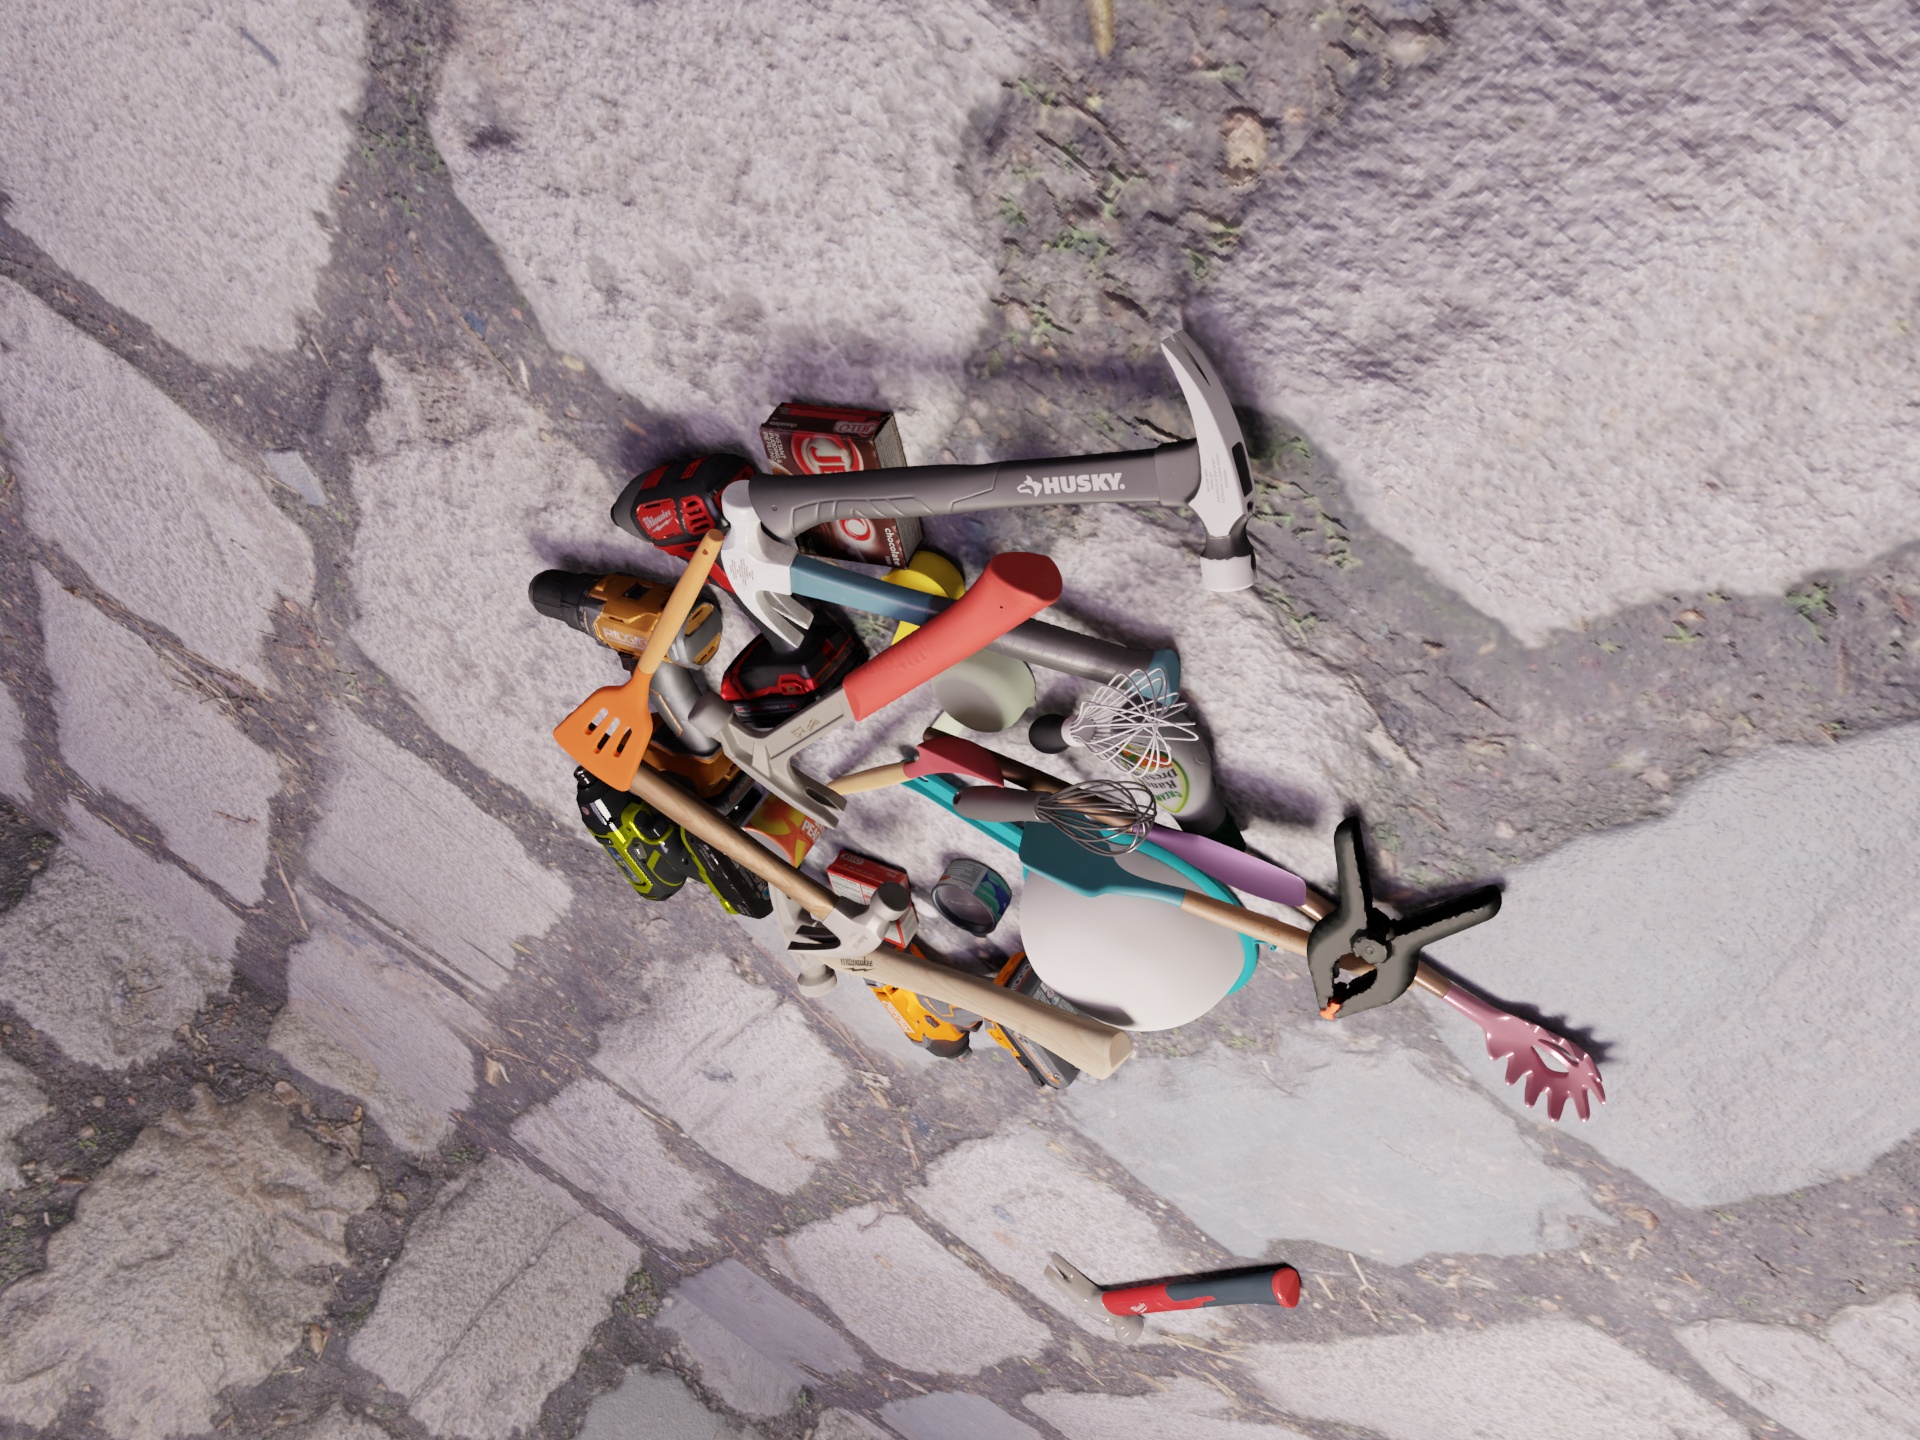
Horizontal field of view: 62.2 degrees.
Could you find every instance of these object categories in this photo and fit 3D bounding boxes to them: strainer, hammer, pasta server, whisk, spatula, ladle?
[{"bbox_3d":[0.074,0.154,1.300,0.340,0.095,0.211,33,146,1],"label":"strainer"},{"bbox_3d":[-0.008,-0.072,1.101,0.331,0.033,0.128,17,144,7],"label":"hammer"},{"bbox_3d":[0.335,0.189,1.177,0.316,0.040,0.060,33,126,5],"label":"pasta server"},{"bbox_3d":[0.091,0.006,1.075,0.070,0.070,0.284,40,171,-7],"label":"whisk"},{"bbox_3d":[-0.049,-0.023,1.125,0.149,0.037,0.359,38,140,-20],"label":"hammer"},{"bbox_3d":[0.241,0.642,1.800,0.143,0.038,0.386,41,145,-7],"label":"hammer"},{"bbox_3d":[0.107,0.068,1.173,0.316,0.018,0.059,23,154,23],"label":"spatula"},{"bbox_3d":[-0.207,0.099,1.377,0.331,0.031,0.130,35,134,-4],"label":"hammer"},{"bbox_3d":[0.196,0.139,1.203,0.317,0.082,0.044,20,139,3],"label":"spatula"},{"bbox_3d":[-0.021,0.223,1.397,0.411,0.038,0.146,11,123,44],"label":"hammer"},{"bbox_3d":[0.012,-0.148,0.969,0.335,0.035,0.146,1,113,29],"label":"hammer"},{"bbox_3d":[-0.049,0.043,1.273,0.069,0.031,0.315,27,163,-20],"label":"ladle"},{"bbox_3d":[0.061,0.065,1.146,0.055,0.055,0.239,50,156,-21],"label":"whisk"},{"bbox_3d":[-0.243,-0.049,1.241,0.081,0.041,0.322,39,141,-2],"label":"spatula"}]

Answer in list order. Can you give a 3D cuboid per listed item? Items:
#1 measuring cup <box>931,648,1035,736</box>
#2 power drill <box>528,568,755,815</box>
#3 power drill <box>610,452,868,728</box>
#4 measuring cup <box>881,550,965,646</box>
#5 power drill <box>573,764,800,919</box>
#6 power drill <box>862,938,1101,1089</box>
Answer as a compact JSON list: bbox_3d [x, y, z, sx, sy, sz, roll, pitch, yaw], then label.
[{"bbox_3d":[-0.002,-0.004,1.224,0.083,0.038,0.167,36,145,-2],"label":"measuring cup"},{"bbox_3d":[-0.278,-0.032,1.389,0.185,0.084,0.226,16,137,26],"label":"power drill"},{"bbox_3d":[-0.177,-0.101,1.226,0.143,0.078,0.219,-3,128,41],"label":"power drill"},{"bbox_3d":[-0.033,-0.073,1.181,0.062,0.029,0.156,29,150,5],"label":"measuring cup"},{"bbox_3d":[-0.280,0.116,1.571,0.223,0.080,0.171,5,136,41],"label":"power drill"},{"bbox_3d":[0.022,0.283,1.517,0.226,0.084,0.164,0,133,46],"label":"power drill"}]
